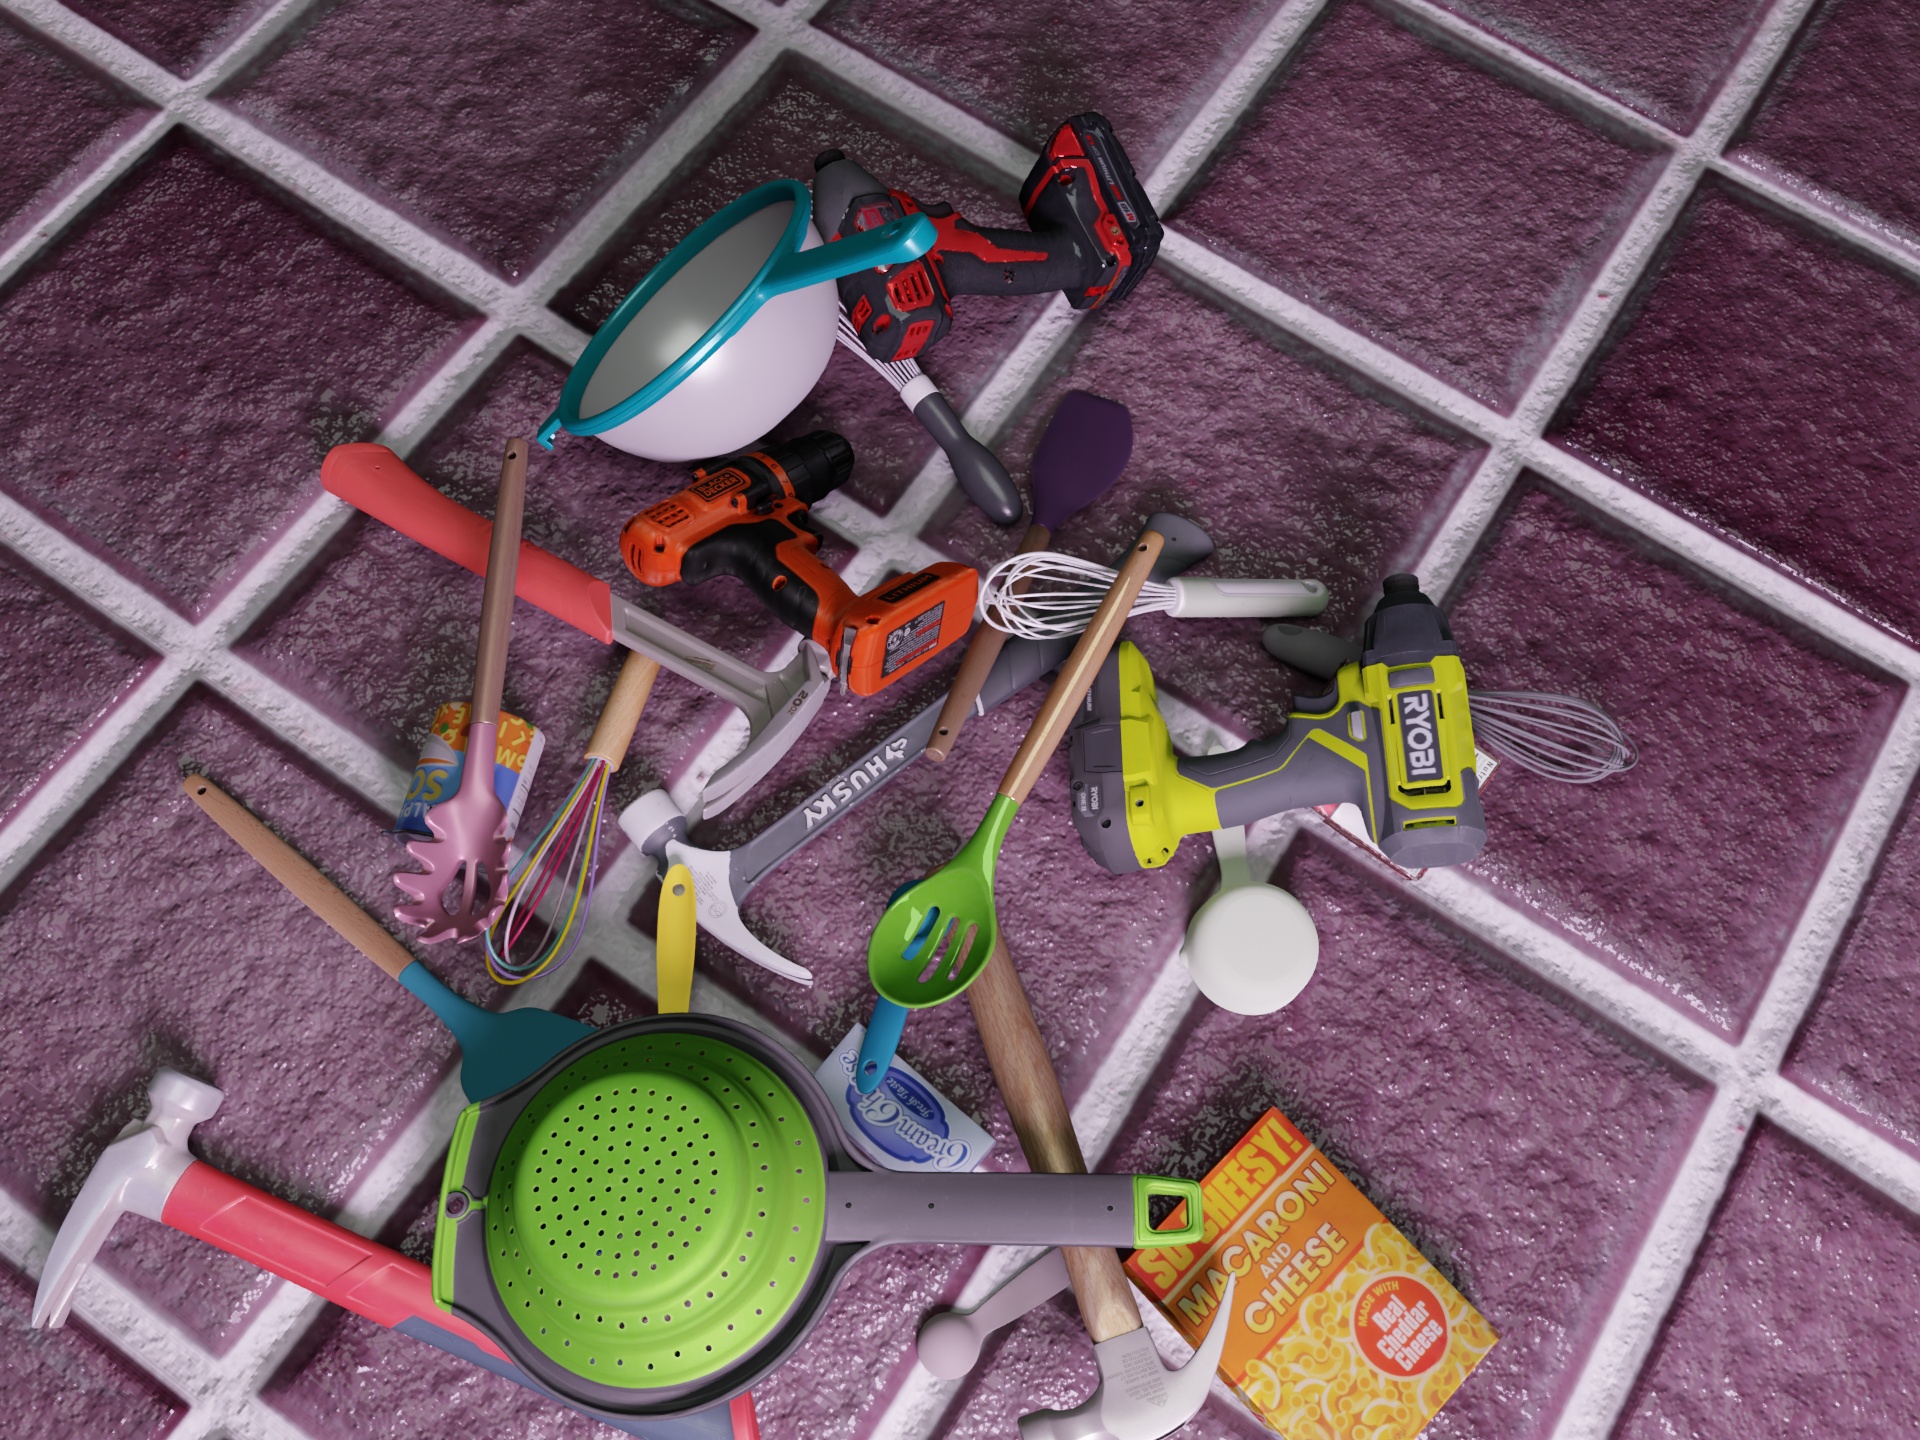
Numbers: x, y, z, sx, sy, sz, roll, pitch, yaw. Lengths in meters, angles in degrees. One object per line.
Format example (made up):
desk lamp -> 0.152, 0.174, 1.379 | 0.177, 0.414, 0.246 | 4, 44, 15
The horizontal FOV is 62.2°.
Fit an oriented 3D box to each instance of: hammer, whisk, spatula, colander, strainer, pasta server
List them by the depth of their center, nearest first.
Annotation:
colander -> -0.075, 0.236, 0.789 | 0.397, 0.094, 0.205 | 0, 65, 2
hammer -> -0.291, 0.324, 0.842 | 0.386, 0.038, 0.143 | 22, 71, 6
hammer -> 0.048, 0.222, 0.869 | 0.130, 0.031, 0.332 | -17, 60, -6
pasta server -> -0.270, -0.025, 0.905 | 0.060, 0.040, 0.316 | 0, 69, 0
spatula -> -0.337, 0.123, 0.913 | 0.317, 0.044, 0.082 | 36, 69, 12
whisk -> -0.224, 0.043, 0.939 | 0.051, 0.047, 0.245 | 34, 55, -27
strainer -> -0.106, -0.232, 0.956 | 0.095, 0.340, 0.211 | 45, 64, -32
hammer -> -0.251, -0.075, 0.971 | 0.359, 0.036, 0.149 | 27, 53, 14
whisk -> 0.124, -0.077, 0.979 | 0.246, 0.059, 0.058 | -2, 40, -24
hammer -> -0.002, -0.003, 0.981 | 0.409, 0.036, 0.149 | -37, 76, -15
whisk -> 0.304, -0.016, 0.996 | 0.239, 0.055, 0.055 | 21, 70, 10
spatula -> 0.043, -0.099, 0.999 | 0.060, 0.018, 0.316 | 21, 57, 8
whisk -> -0.045, -0.243, 1.061 | 0.070, 0.070, 0.285 | -34, 79, -14

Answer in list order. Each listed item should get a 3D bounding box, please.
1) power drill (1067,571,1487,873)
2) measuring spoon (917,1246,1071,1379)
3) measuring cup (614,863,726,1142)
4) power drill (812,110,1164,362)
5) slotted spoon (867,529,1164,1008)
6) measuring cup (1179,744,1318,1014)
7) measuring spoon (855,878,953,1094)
power drill -> 0.180, 0.005, 0.925 | 0.223, 0.080, 0.171 | -7, 67, 16
measuring spoon -> 0.031, 0.315, 0.870 | 0.124, 0.018, 0.034 | -31, 73, -14
measuring cup -> -0.162, 0.161, 0.908 | 0.062, 0.029, 0.157 | 0, 74, -2
power drill -> 0.010, -0.325, 1.048 | 0.219, 0.078, 0.143 | -20, 78, -25
slotted spoon -> 0.041, 0.024, 0.905 | 0.070, 0.031, 0.314 | 23, 76, 28
measuring cup -> 0.168, 0.090, 0.950 | 0.083, 0.038, 0.168 | -5, 72, -4
measuring spoon -> -0.038, 0.147, 0.899 | 0.042, 0.021, 0.129 | 6, 65, 25
